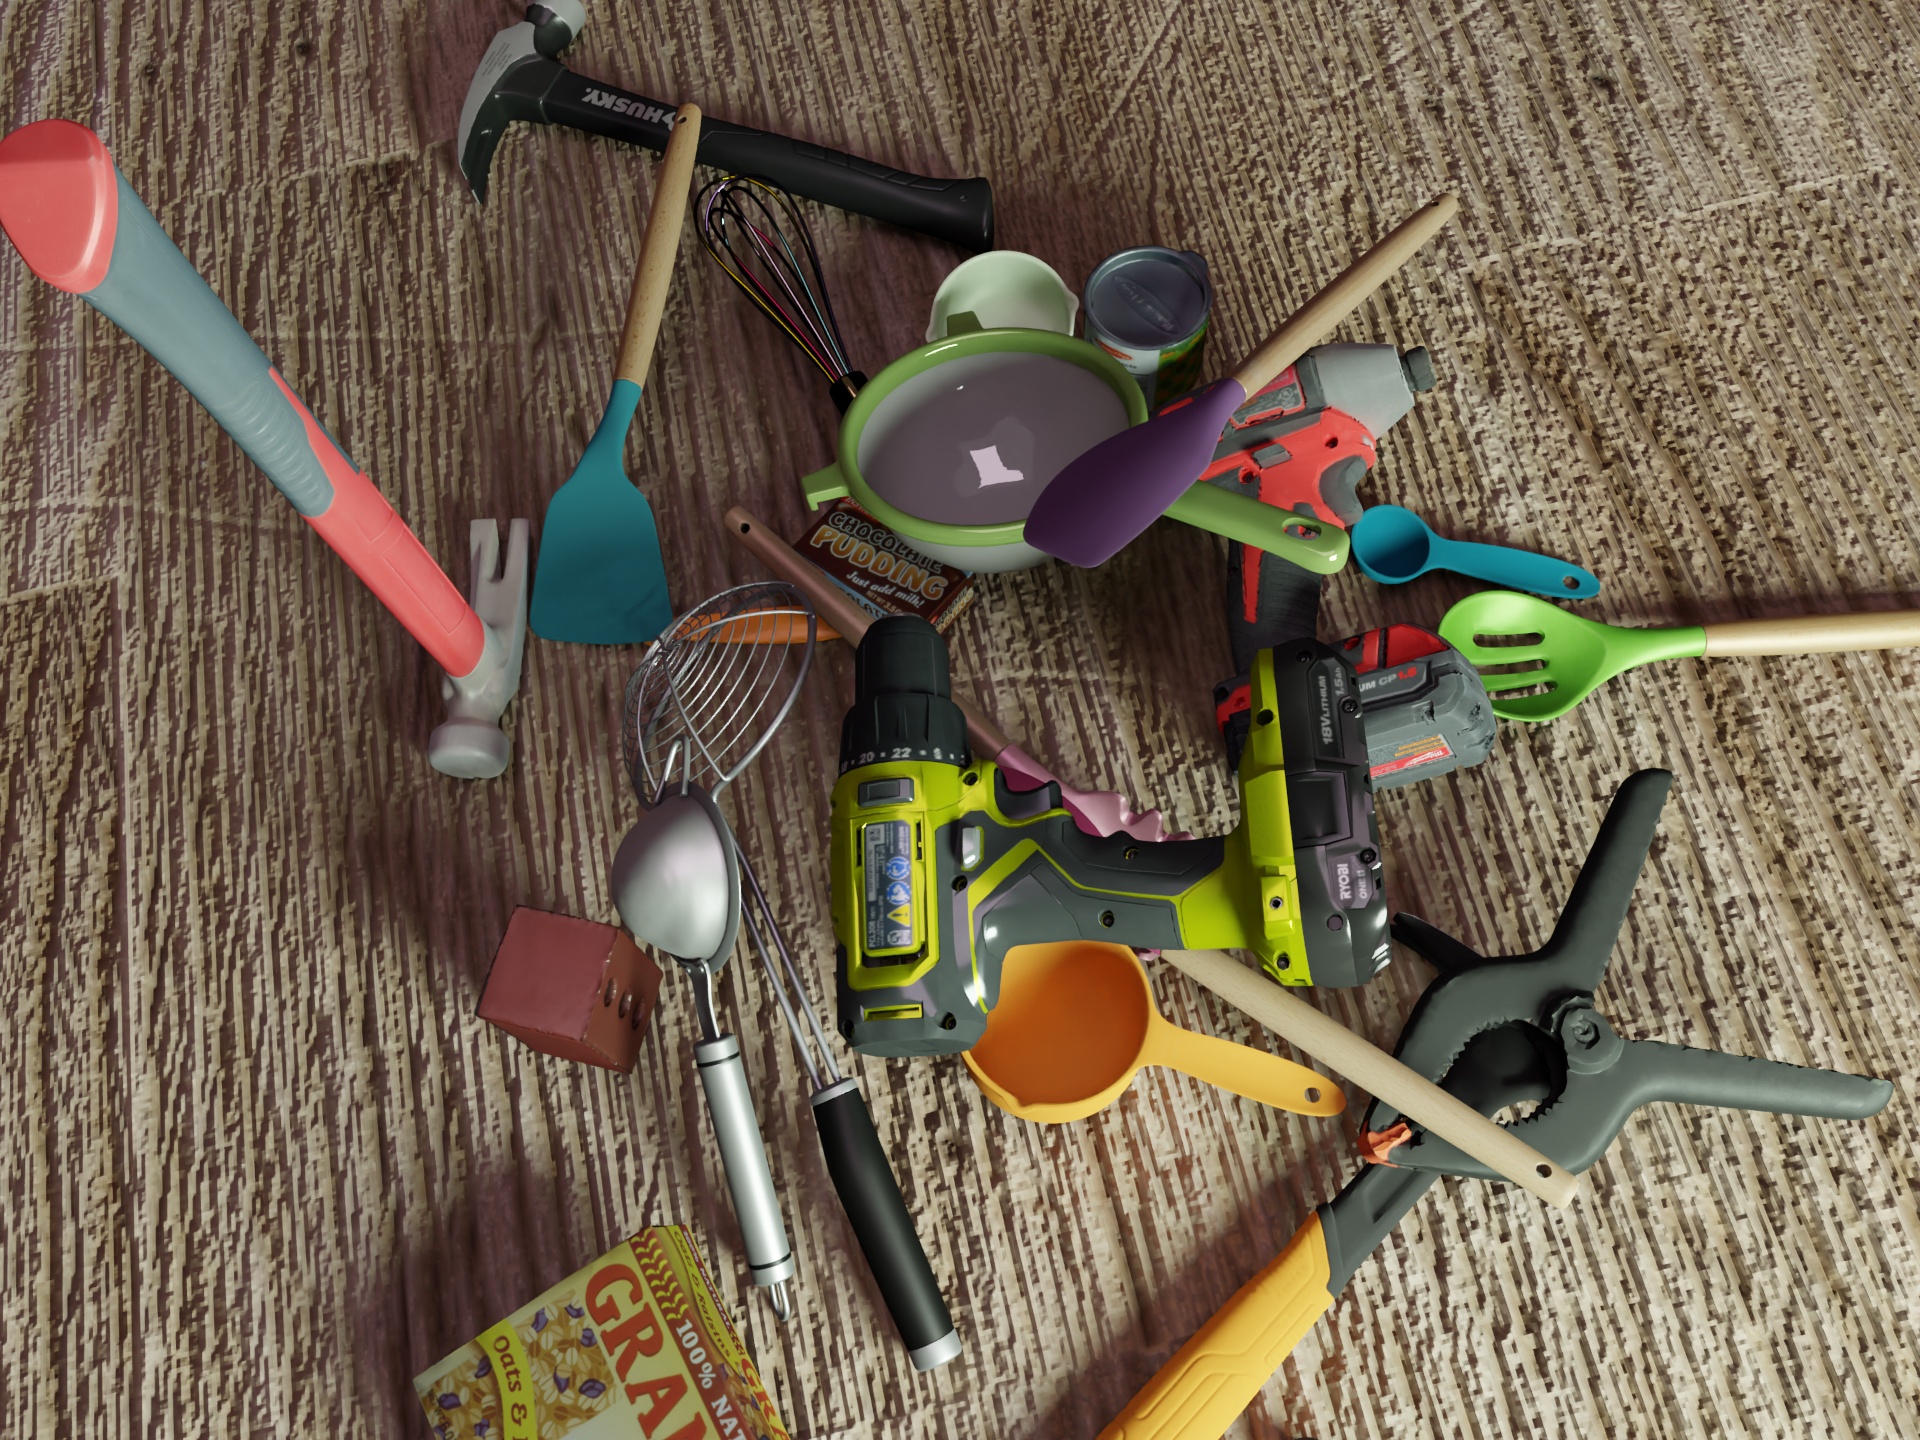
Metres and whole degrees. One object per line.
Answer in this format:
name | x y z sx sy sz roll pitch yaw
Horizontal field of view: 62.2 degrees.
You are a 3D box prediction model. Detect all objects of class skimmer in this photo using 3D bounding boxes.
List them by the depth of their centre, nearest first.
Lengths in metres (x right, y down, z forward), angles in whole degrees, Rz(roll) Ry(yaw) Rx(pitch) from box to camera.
skimmer | -0.064 0.106 0.732 0.127 0.090 0.363 -31 77 31

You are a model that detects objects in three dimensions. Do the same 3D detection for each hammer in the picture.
hammer | -0.256 -0.108 0.650 0.038 0.386 0.143 -1 68 4
hammer | 0.133 0.236 0.671 0.127 0.034 0.337 42 76 17
hammer | -0.134 -0.328 0.923 0.335 0.035 0.146 20 70 12

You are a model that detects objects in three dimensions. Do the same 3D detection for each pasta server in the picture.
pasta server | -0.001 -0.002 0.762 0.316 0.040 0.060 42 91 12

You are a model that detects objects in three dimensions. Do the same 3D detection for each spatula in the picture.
spatula | 0.143 -0.170 0.753 0.060 0.018 0.316 29 60 36
spatula | -0.171 -0.195 0.854 0.082 0.044 0.318 1 69 17

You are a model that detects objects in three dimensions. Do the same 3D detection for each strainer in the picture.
strainer | -0.109 0.135 0.689 0.050 0.087 0.258 -14 89 -38
strainer | 0.063 -0.104 0.765 0.256 0.069 0.151 23 58 23

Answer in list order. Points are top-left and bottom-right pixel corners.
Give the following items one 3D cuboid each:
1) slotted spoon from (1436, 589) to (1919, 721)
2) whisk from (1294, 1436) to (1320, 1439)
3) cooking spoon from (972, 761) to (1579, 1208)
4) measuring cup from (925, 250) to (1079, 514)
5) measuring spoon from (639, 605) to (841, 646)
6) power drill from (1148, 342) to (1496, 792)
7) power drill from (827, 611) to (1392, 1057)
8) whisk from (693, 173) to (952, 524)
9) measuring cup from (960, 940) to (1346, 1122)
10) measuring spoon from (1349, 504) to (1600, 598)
slotted spoon | 0.384 -0.038 0.771 0.313 0.031 0.070 -4 68 1
whisk | 0.222 0.392 0.592 0.070 0.070 0.285 -38 65 -11
cooking spoon | 0.110 0.107 0.674 0.319 0.017 0.069 31 66 22
measuring cup | 0.033 -0.165 0.849 0.083 0.038 0.167 -13 84 3
measuring spoon | -0.108 -0.050 0.818 0.117 0.011 0.021 -2 68 3
power drill | 0.175 -0.079 0.758 0.143 0.078 0.220 -18 63 21
power drill | 0.054 0.035 0.663 0.228 0.080 0.191 -7 70 14
whisk | -0.075 -0.196 0.854 0.047 0.051 0.245 -17 71 -45
measuring cup | 0.080 0.146 0.701 0.173 0.052 0.095 17 66 9
measuring spoon | 0.257 -0.077 0.804 0.128 0.021 0.042 12 70 -1
